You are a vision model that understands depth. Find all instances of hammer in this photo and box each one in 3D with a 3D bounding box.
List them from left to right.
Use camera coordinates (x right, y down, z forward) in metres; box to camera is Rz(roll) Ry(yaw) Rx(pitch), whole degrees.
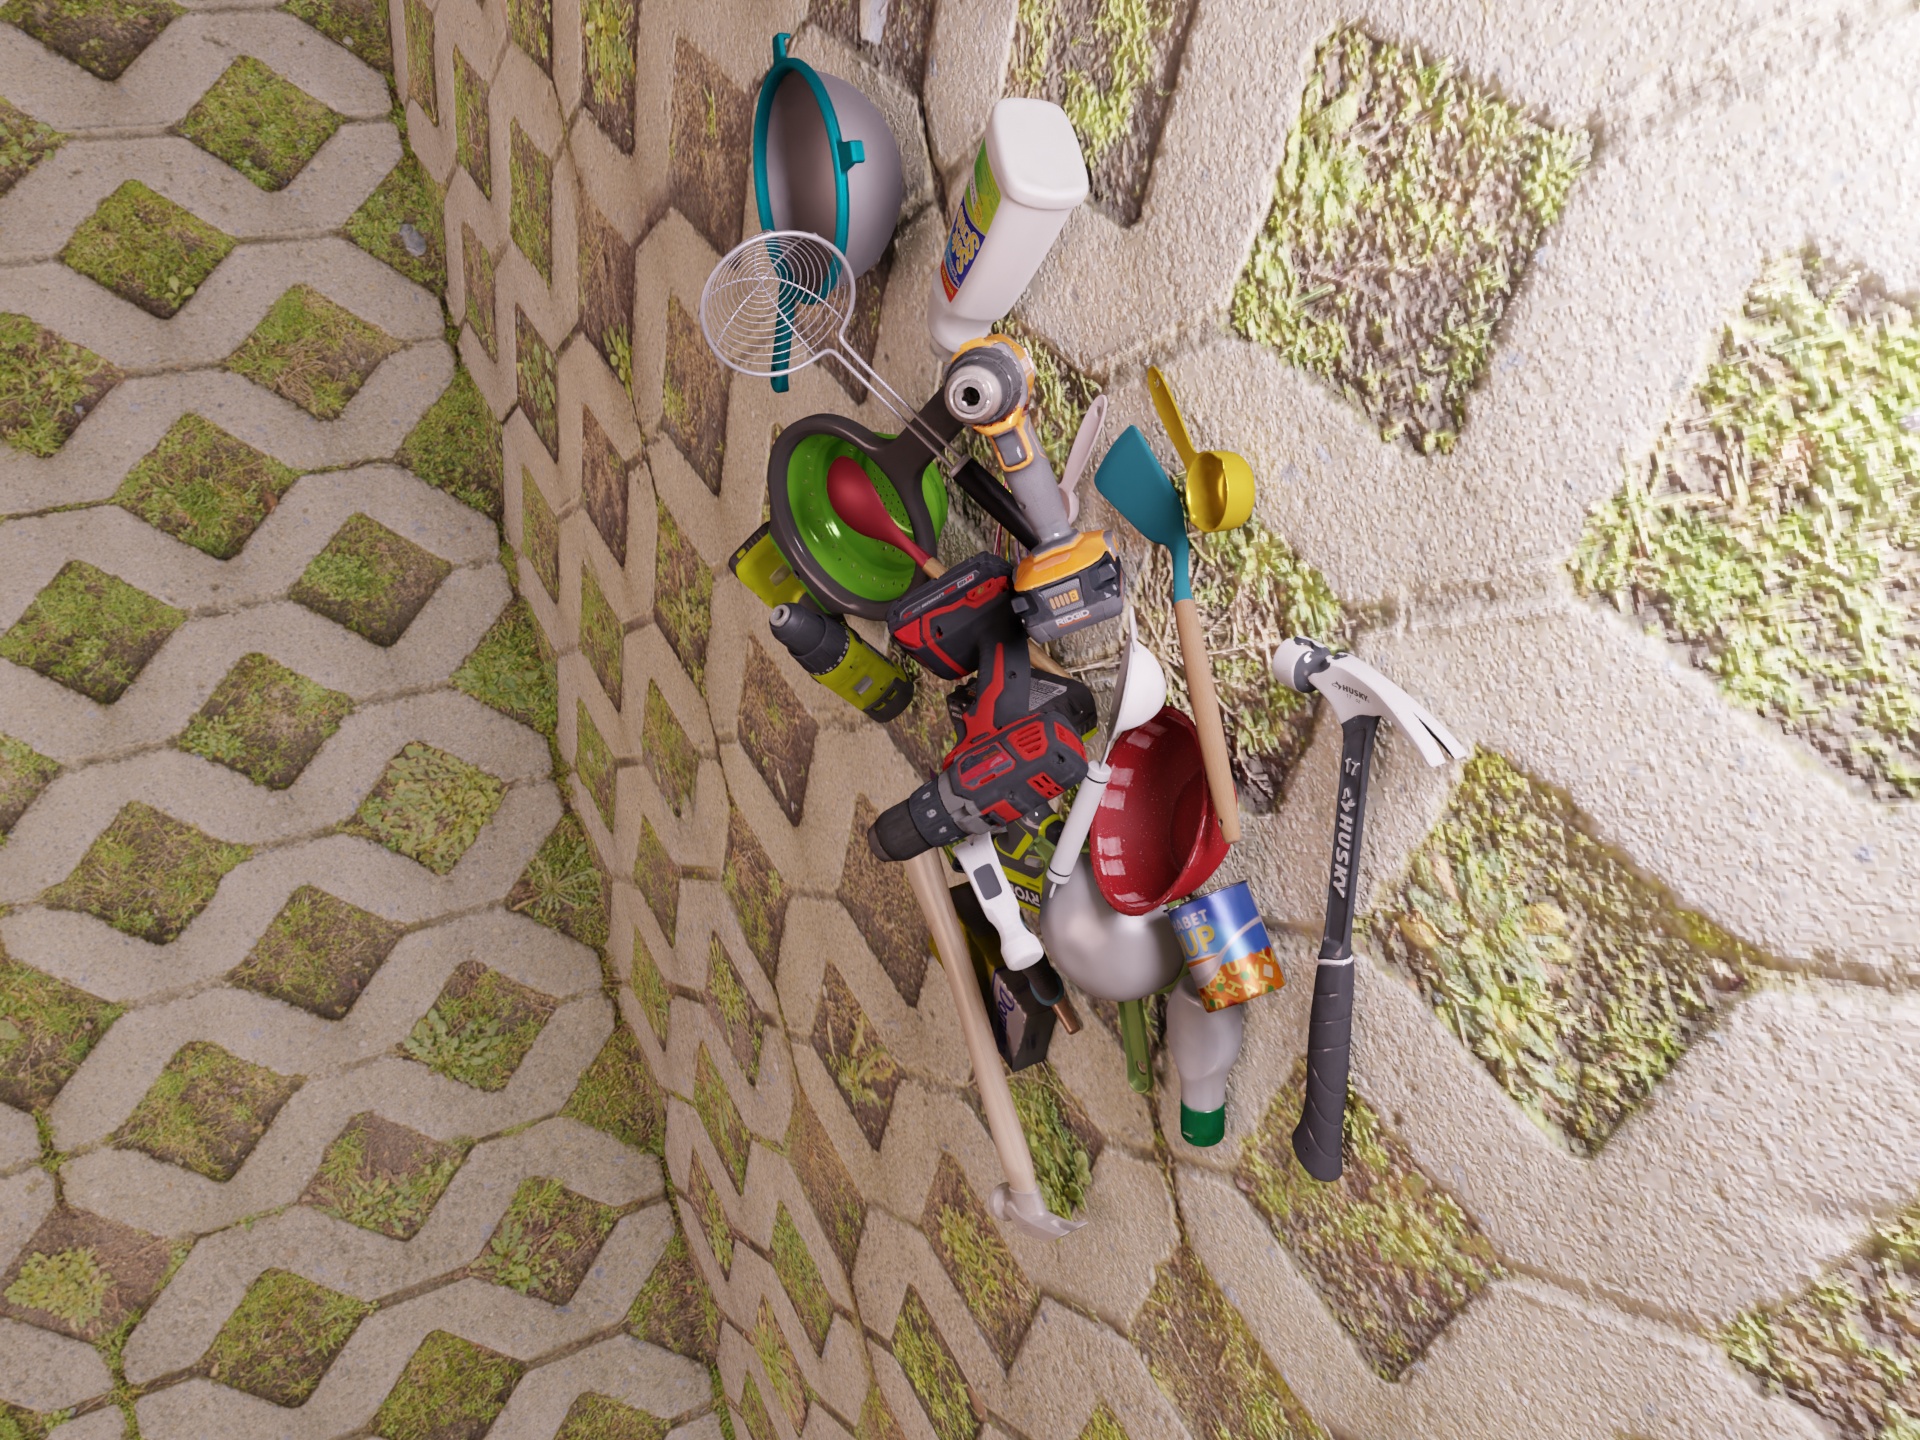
[{"bbox_3d":[0.022,0.308,1.560,0.146,0.038,0.410,-12,95,64],"label":"hammer"},{"bbox_3d":[0.052,0.189,1.364,0.330,0.033,0.128,65,179,-65],"label":"hammer"},{"bbox_3d":[0.266,0.152,1.102,0.149,0.036,0.408,35,133,52],"label":"hammer"}]

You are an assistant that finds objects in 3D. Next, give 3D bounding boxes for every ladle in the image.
[{"bbox_3d":[-0.009,-0.121,1.391,0.315,0.031,0.069,42,147,13],"label":"ladle"}]

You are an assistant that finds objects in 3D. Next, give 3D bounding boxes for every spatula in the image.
[{"bbox_3d":[0.038,0.173,1.576,0.316,0.018,0.059,60,169,28],"label":"spatula"},{"bbox_3d":[0.156,-0.061,1.154,0.082,0.044,0.318,127,139,-60],"label":"spatula"}]

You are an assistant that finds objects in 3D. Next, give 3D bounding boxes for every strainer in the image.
[{"bbox_3d":[-0.121,-0.449,1.493,0.211,0.095,0.340,61,153,32],"label":"strainer"},{"bbox_3d":[0.110,0.033,1.221,0.087,0.050,0.258,-77,5,-63],"label":"strainer"},{"bbox_3d":[0.122,0.223,1.320,0.151,0.069,0.256,13,126,38],"label":"strainer"}]

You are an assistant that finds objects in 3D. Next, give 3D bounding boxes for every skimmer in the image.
[{"bbox_3d":[-0.048,-0.240,1.270,0.363,0.127,0.090,42,-163,-9],"label":"skimmer"}]

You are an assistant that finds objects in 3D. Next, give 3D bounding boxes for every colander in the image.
[{"bbox_3d":[-0.041,-0.233,1.436,0.204,0.094,0.397,54,143,0],"label":"colander"}]

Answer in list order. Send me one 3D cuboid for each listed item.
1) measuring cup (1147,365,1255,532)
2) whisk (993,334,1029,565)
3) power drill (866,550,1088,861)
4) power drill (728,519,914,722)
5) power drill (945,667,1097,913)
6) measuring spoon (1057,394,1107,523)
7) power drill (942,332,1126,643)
[{"bbox_3d":[0.170,-0.198,1.133,0.062,0.029,0.157,111,149,-49],"label":"measuring cup"},{"bbox_3d":[0.045,-0.201,1.346,0.051,0.047,0.245,-166,68,-64],"label":"whisk"},{"bbox_3d":[-0.002,-0.004,1.267,0.188,0.080,0.227,-29,48,22],"label":"power drill"},{"bbox_3d":[-0.157,-0.111,1.657,0.080,0.190,0.229,-44,46,9],"label":"power drill"},{"bbox_3d":[0.074,0.074,1.371,0.171,0.080,0.223,18,129,47],"label":"power drill"},{"bbox_3d":[0.099,-0.208,1.274,0.034,0.018,0.124,56,141,34],"label":"measuring spoon"},{"bbox_3d":[0.049,-0.176,1.185,0.185,0.084,0.226,-65,-46,-72],"label":"power drill"}]
